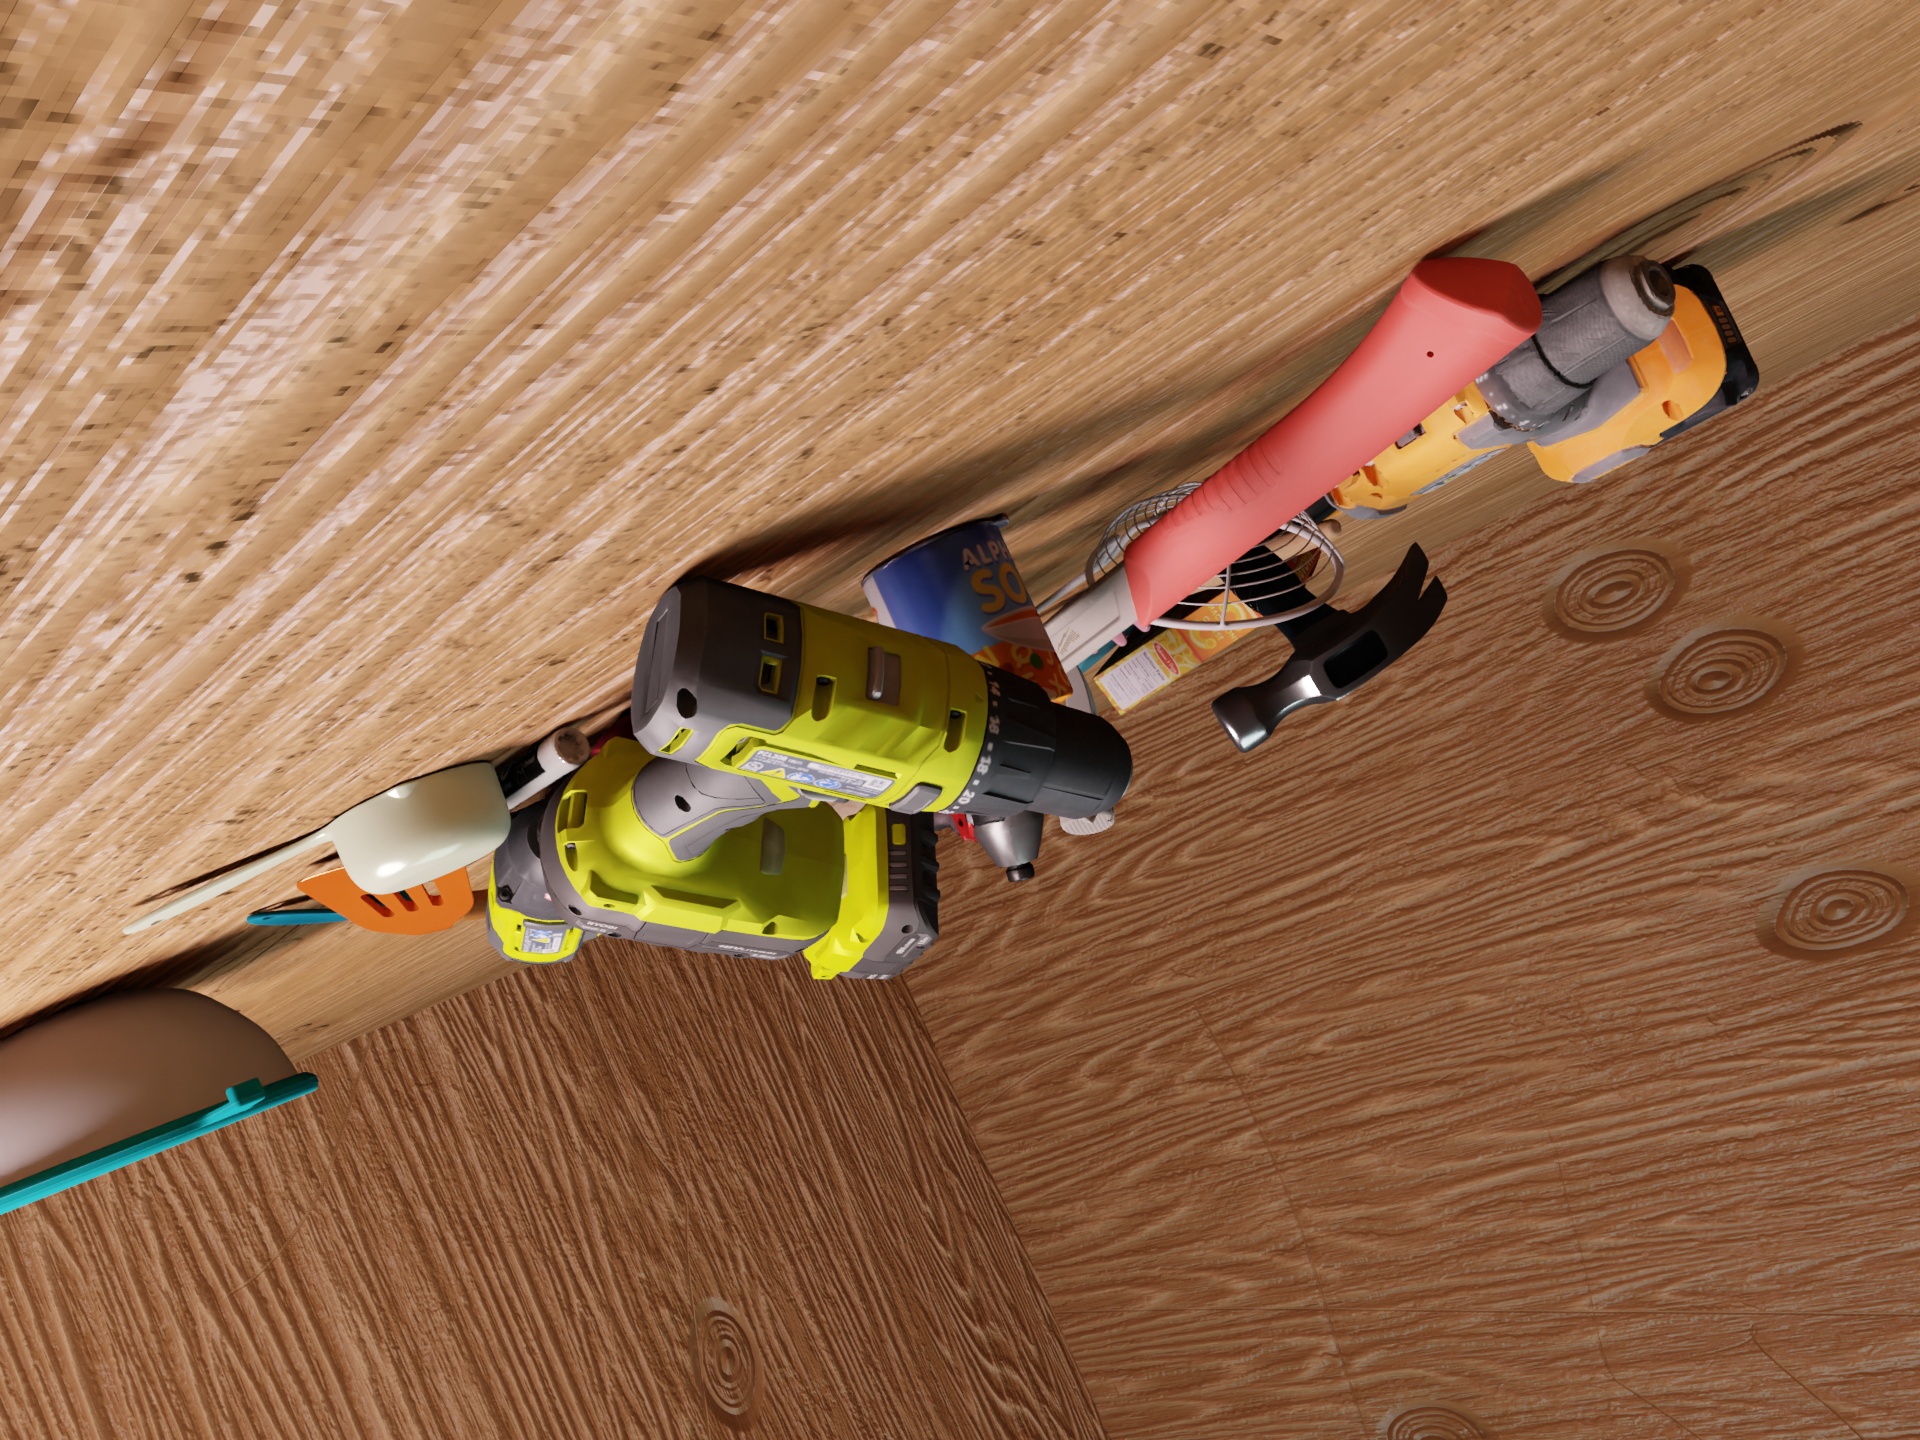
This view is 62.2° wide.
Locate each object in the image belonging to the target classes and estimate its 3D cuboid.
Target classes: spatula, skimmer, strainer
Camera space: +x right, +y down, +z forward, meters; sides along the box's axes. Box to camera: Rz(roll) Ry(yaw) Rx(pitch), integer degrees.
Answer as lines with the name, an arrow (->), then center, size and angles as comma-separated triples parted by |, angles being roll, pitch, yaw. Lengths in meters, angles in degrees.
spatula -> -0.292, 0.100, 0.932 | 0.081, 0.041, 0.322 | -13, 176, -5
spatula -> 0.169, -0.090, 1.125 | 0.082, 0.044, 0.317 | -39, -171, -25
skimmer -> 0.070, -0.046, 0.913 | 0.127, 0.090, 0.363 | -26, 178, -30
strainer -> -0.495, 0.214, 0.957 | 0.211, 0.095, 0.340 | -21, 177, -13

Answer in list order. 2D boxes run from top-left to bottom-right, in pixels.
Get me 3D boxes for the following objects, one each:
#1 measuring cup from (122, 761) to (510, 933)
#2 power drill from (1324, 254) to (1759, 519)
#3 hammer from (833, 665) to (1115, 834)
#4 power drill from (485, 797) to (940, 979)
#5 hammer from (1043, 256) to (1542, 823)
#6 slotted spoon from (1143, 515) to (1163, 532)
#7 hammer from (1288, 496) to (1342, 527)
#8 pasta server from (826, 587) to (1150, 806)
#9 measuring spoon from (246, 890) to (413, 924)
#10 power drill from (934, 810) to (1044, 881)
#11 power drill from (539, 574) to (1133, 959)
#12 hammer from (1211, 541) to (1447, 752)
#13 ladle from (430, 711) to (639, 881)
measuring cup -> -0.279, 0.069, 0.703 | 0.167, 0.038, 0.083 | -26, 176, -16
power drill -> 0.306, -0.173, 0.789 | 0.226, 0.084, 0.185 | -16, 170, -37
hammer -> -0.098, 0.051, 1.157 | 0.410, 0.146, 0.038 | -14, 154, 12
power drill -> -0.130, 0.085, 0.832 | 0.223, 0.080, 0.171 | 4, 158, -17
hammer -> 0.107, -0.070, 0.694 | 0.359, 0.149, 0.037 | -38, -162, 47
slotted spoon -> 0.245, -0.160, 0.941 | 0.313, 0.031, 0.070 | -22, 176, -16
hammer -> 0.345, -0.189, 1.107 | 0.337, 0.034, 0.127 | -22, 174, -30
pasta server -> -0.002, -0.004, 1.105 | 0.316, 0.040, 0.060 | -35, 159, 7
measuring spoon -> -0.355, 0.102, 0.904 | 0.042, 0.021, 0.128 | -21, 168, 20
power drill -> -0.037, 0.069, 1.242 | 0.220, 0.143, 0.078 | -14, -179, 30
power drill -> -0.061, 0.030, 0.646 | 0.190, 0.080, 0.228 | 14, 152, -26
hammer -> 0.174, -0.071, 0.889 | 0.128, 0.033, 0.331 | -32, -165, 7
ladle -> -0.216, 0.043, 0.841 | 0.069, 0.031, 0.315 | -6, 166, -44
